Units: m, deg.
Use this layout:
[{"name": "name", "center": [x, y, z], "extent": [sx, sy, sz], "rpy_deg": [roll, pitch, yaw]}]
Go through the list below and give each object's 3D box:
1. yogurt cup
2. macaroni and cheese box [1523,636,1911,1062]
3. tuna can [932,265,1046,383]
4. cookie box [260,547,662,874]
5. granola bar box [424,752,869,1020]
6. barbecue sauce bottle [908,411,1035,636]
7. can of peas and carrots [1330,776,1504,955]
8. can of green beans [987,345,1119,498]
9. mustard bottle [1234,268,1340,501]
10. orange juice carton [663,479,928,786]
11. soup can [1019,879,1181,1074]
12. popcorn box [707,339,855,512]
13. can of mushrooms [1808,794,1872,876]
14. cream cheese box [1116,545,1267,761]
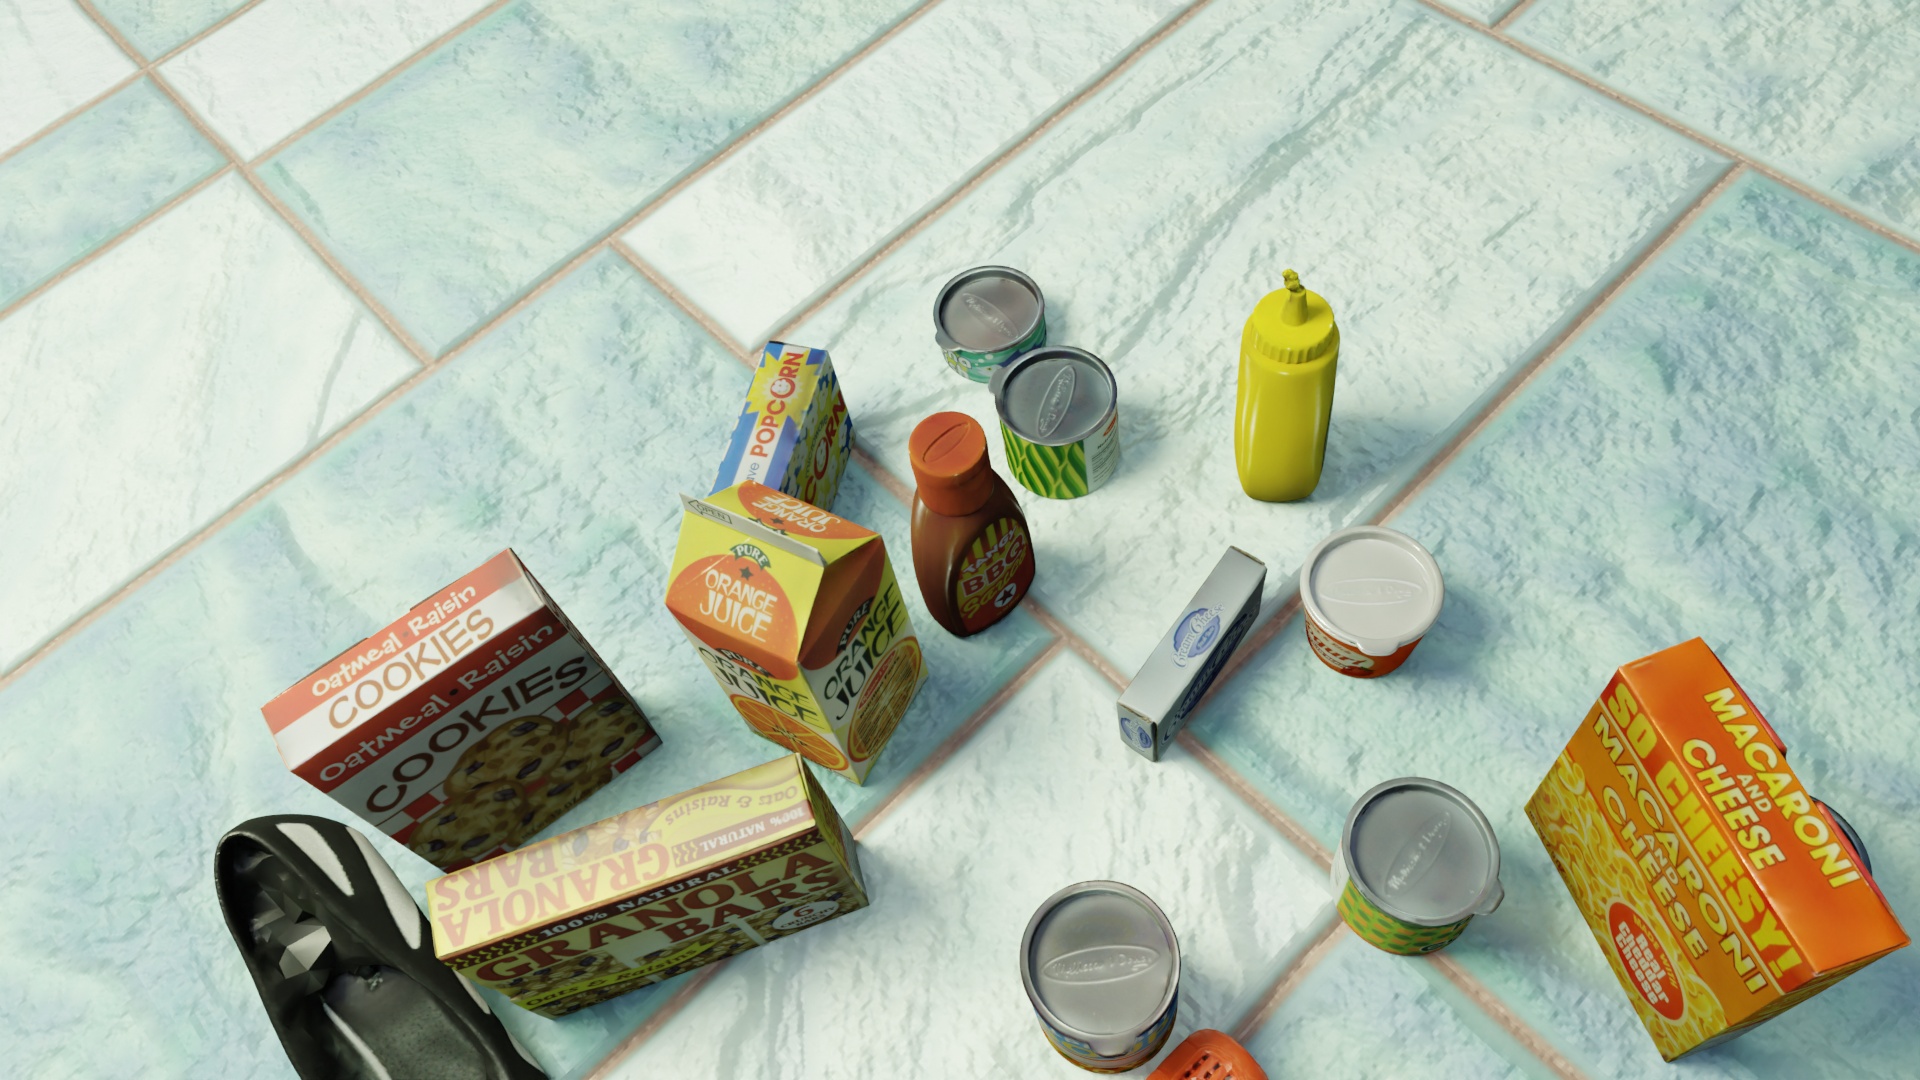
[{"name": "yogurt cup", "center": [0.203, 0.034, 0.695], "extent": [0.072, 0.053, 0.073], "rpy_deg": [-4, 60, 6]}, {"name": "macaroni and cheese box", "center": [0.292, 0.129, 0.560], "extent": [0.040, 0.165, 0.124], "rpy_deg": [-19, 59, -3]}, {"name": "tuna can", "center": [0.016, -0.127, 0.828], "extent": [0.071, 0.032, 0.071], "rpy_deg": [-4, 59, 6]}, {"name": "cookie box", "center": [-0.226, 0.088, 0.658], "extent": [0.123, 0.166, 0.040], "rpy_deg": [-35, 61, -12]}, {"name": "granola bar box", "center": [-0.133, 0.160, 0.627], "extent": [0.166, 0.123, 0.039], "rpy_deg": [-19, 59, -3]}, {"name": "barbecue sauce bottle", "center": [0.002, -0.009, 0.693], "extent": [0.065, 0.148, 0.044], "rpy_deg": [-41, 63, -15]}, {"name": "can of peas and carrots", "center": [0.205, 0.149, 0.624], "extent": [0.071, 0.058, 0.071], "rpy_deg": [-4, 60, 6]}, {"name": "can of green beans", "center": [0.055, -0.065, 0.771], "extent": [0.071, 0.057, 0.071], "rpy_deg": [-4, 60, 6]}, {"name": "mustard bottle", "center": [0.166, -0.081, 0.705], "extent": [0.049, 0.159, 0.065], "rpy_deg": [0, 60, 8]}, {"name": "orange juice carton", "center": [-0.075, 0.039, 0.651], "extent": [0.072, 0.191, 0.073], "rpy_deg": [23, 66, 20]}, {"name": "soup can", "center": [0.062, 0.194, 0.603], "extent": [0.071, 0.083, 0.071], "rpy_deg": [-4, 60, 6]}, {"name": "popcorn box", "center": [-0.098, -0.033, 0.758], "extent": [0.038, 0.085, 0.127], "rpy_deg": [8, 62, 13]}, {"name": "can of mushrooms", "center": [0.360, 0.145, 0.619], "extent": [0.071, 0.033, 0.071], "rpy_deg": [-4, 59, 6]}, {"name": "cream cheese box", "center": [0.116, 0.057, 0.693], "extent": [0.024, 0.053, 0.104], "rpy_deg": [30, 68, 23]}]
